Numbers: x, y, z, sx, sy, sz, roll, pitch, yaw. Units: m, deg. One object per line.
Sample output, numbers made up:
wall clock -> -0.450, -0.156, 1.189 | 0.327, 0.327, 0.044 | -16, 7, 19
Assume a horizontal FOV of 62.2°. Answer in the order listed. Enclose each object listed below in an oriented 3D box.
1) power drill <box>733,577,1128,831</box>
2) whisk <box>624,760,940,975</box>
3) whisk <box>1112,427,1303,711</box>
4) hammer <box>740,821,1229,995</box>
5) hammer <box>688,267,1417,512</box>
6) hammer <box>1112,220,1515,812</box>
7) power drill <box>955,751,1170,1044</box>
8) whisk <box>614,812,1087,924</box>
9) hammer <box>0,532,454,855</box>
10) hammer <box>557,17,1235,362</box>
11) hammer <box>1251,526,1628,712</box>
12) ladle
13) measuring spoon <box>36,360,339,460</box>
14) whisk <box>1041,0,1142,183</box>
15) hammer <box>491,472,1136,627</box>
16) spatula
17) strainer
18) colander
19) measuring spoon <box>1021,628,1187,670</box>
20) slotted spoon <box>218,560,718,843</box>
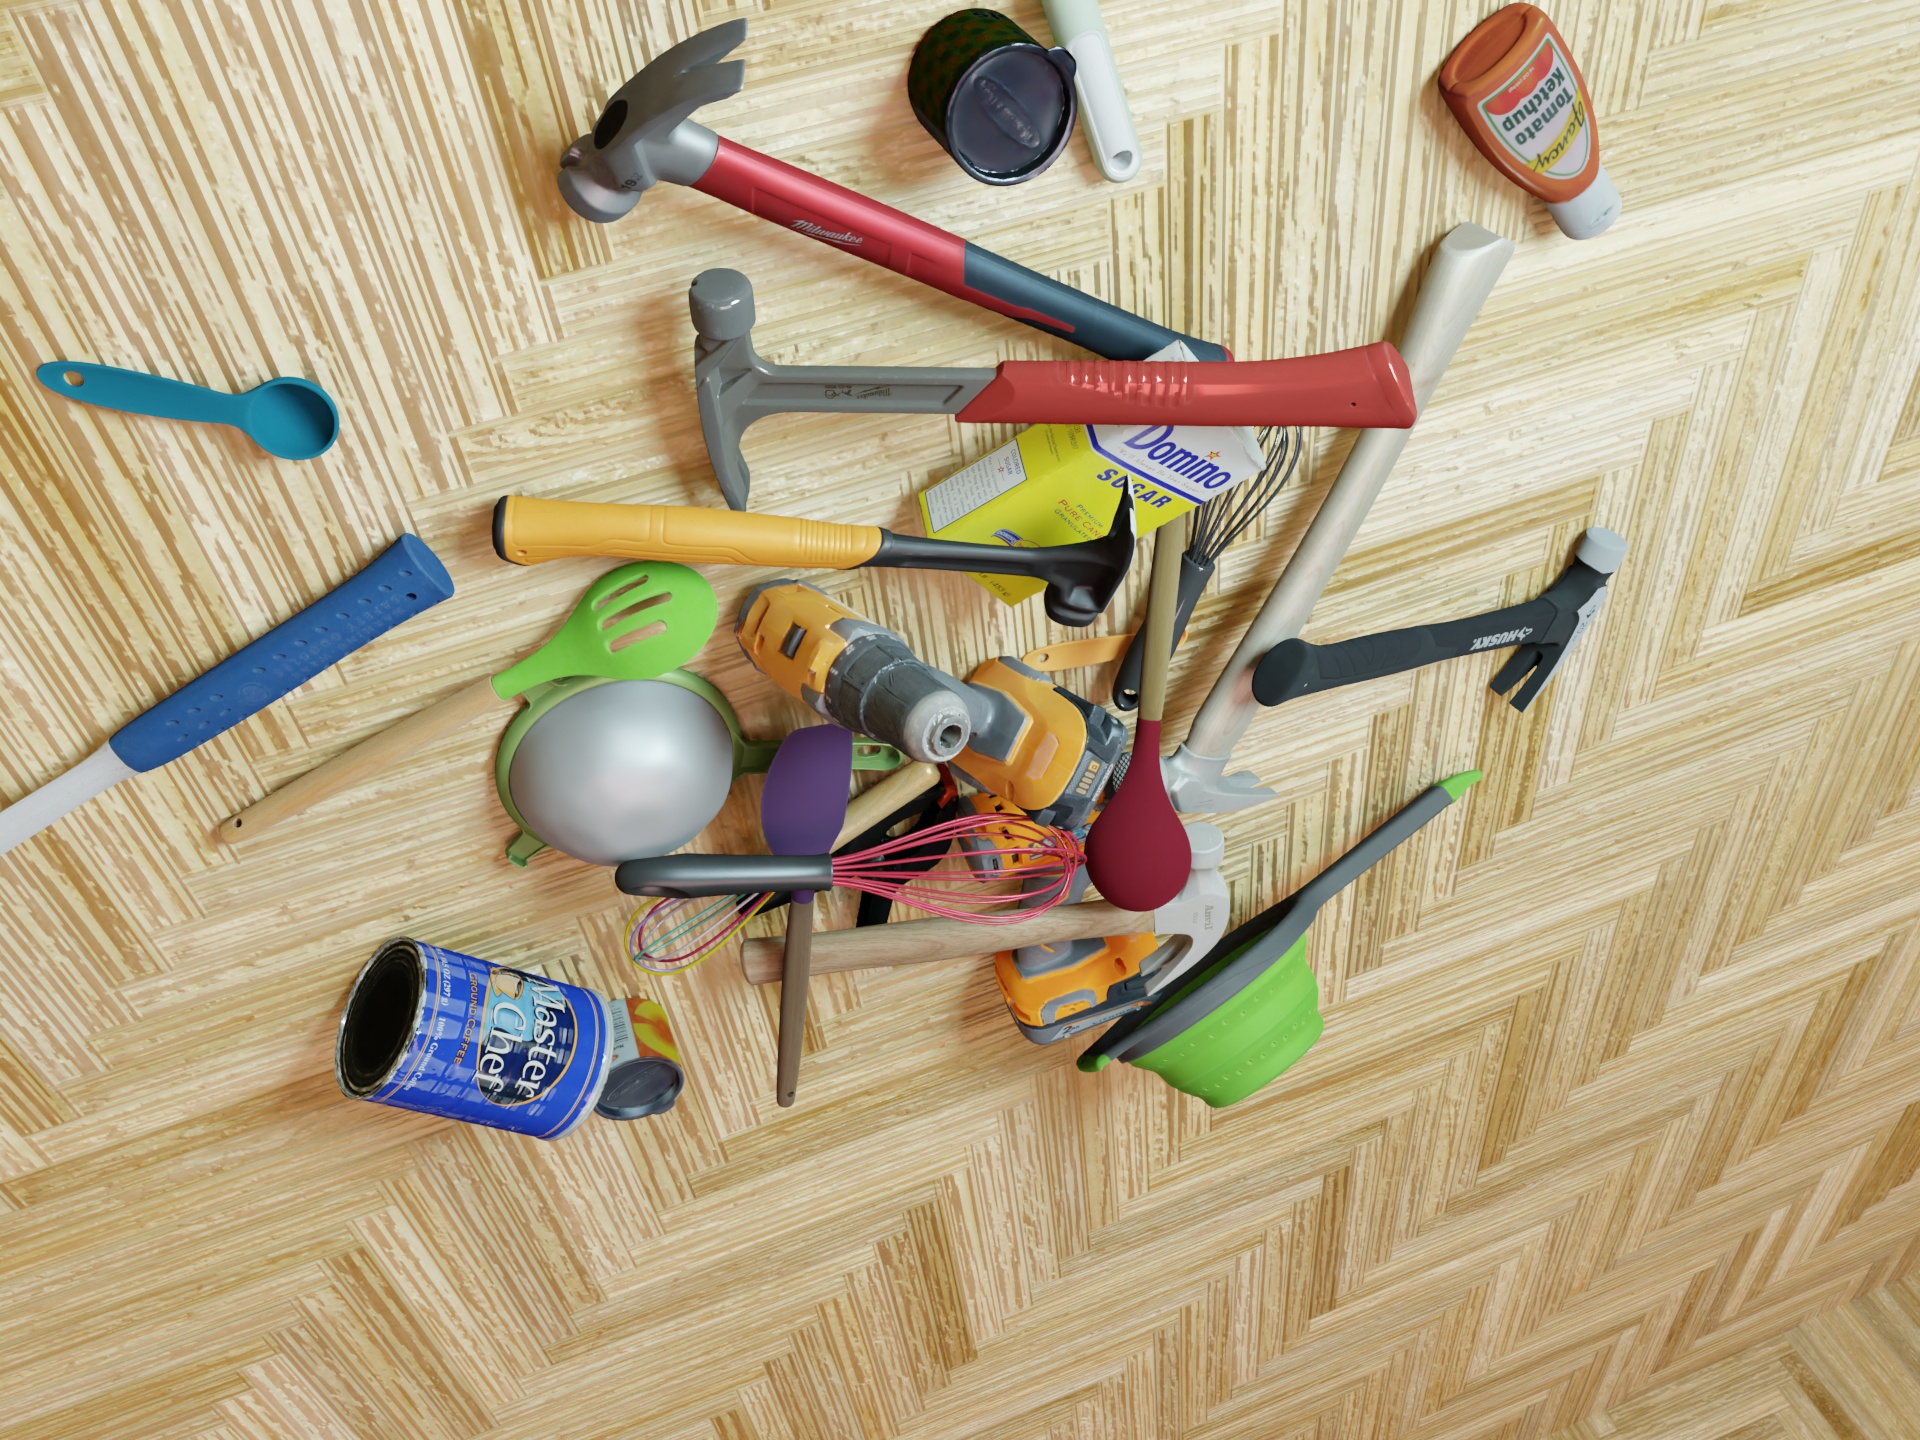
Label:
power drill -> -0.001, -0.003, 0.927 | 0.226, 0.185, 0.084 | 23, 96, -41
whisk -> -0.120, 0.093, 1.040 | 0.245, 0.047, 0.051 | -33, 160, 8
whisk -> 0.147, -0.100, 1.002 | 0.055, 0.055, 0.238 | 4, 127, -28
hammer -> 0.017, 0.146, 1.082 | 0.331, 0.031, 0.130 | -8, 127, 2
hammer -> 0.047, -0.159, 0.809 | 0.359, 0.037, 0.149 | 1, 142, 2
hammer -> 0.239, -0.115, 1.019 | 0.146, 0.038, 0.410 | 3, 121, -43
power drill -> 0.090, 0.121, 1.155 | 0.164, 0.084, 0.226 | -19, 130, -9
whisk -> -0.062, 0.093, 0.978 | 0.295, 0.073, 0.073 | 0, 129, -16
hammer -> -0.446, 0.027, 0.843 | 0.405, 0.035, 0.143 | -31, 135, 3
hammer -> 0.009, -0.230, 0.789 | 0.386, 0.038, 0.143 | 11, 167, -37
hammer -> 0.326, -0.049, 1.097 | 0.334, 0.035, 0.146 | -12, 135, -35
ladle -> 0.122, -0.027, 0.989 | 0.069, 0.031, 0.315 | 6, 102, 8
measuring spoon -> -0.358, -0.153, 0.744 | 0.128, 0.021, 0.042 | 8, 125, -20
whisk -> 0.045, -0.351, 0.737 | 0.058, 0.059, 0.246 | -23, 141, 7
hammer -> -0.075, -0.096, 0.846 | 0.337, 0.034, 0.127 | 3, 158, -9
spatula -> -0.107, 0.136, 1.036 | 0.059, 0.018, 0.315 | -11, 126, -26
strainer -> -0.149, 0.041, 0.973 | 0.256, 0.069, 0.151 | -2, 129, -22
colander -> 0.275, 0.183, 1.238 | 0.397, 0.094, 0.204 | -36, 174, -10
measuring spoon -> 0.095, -0.050, 1.055 | 0.117, 0.011, 0.021 | -10, 127, -13
slotted spoon -> -0.280, -0.004, 0.888 | 0.314, 0.070, 0.031 | -27, 162, 6
